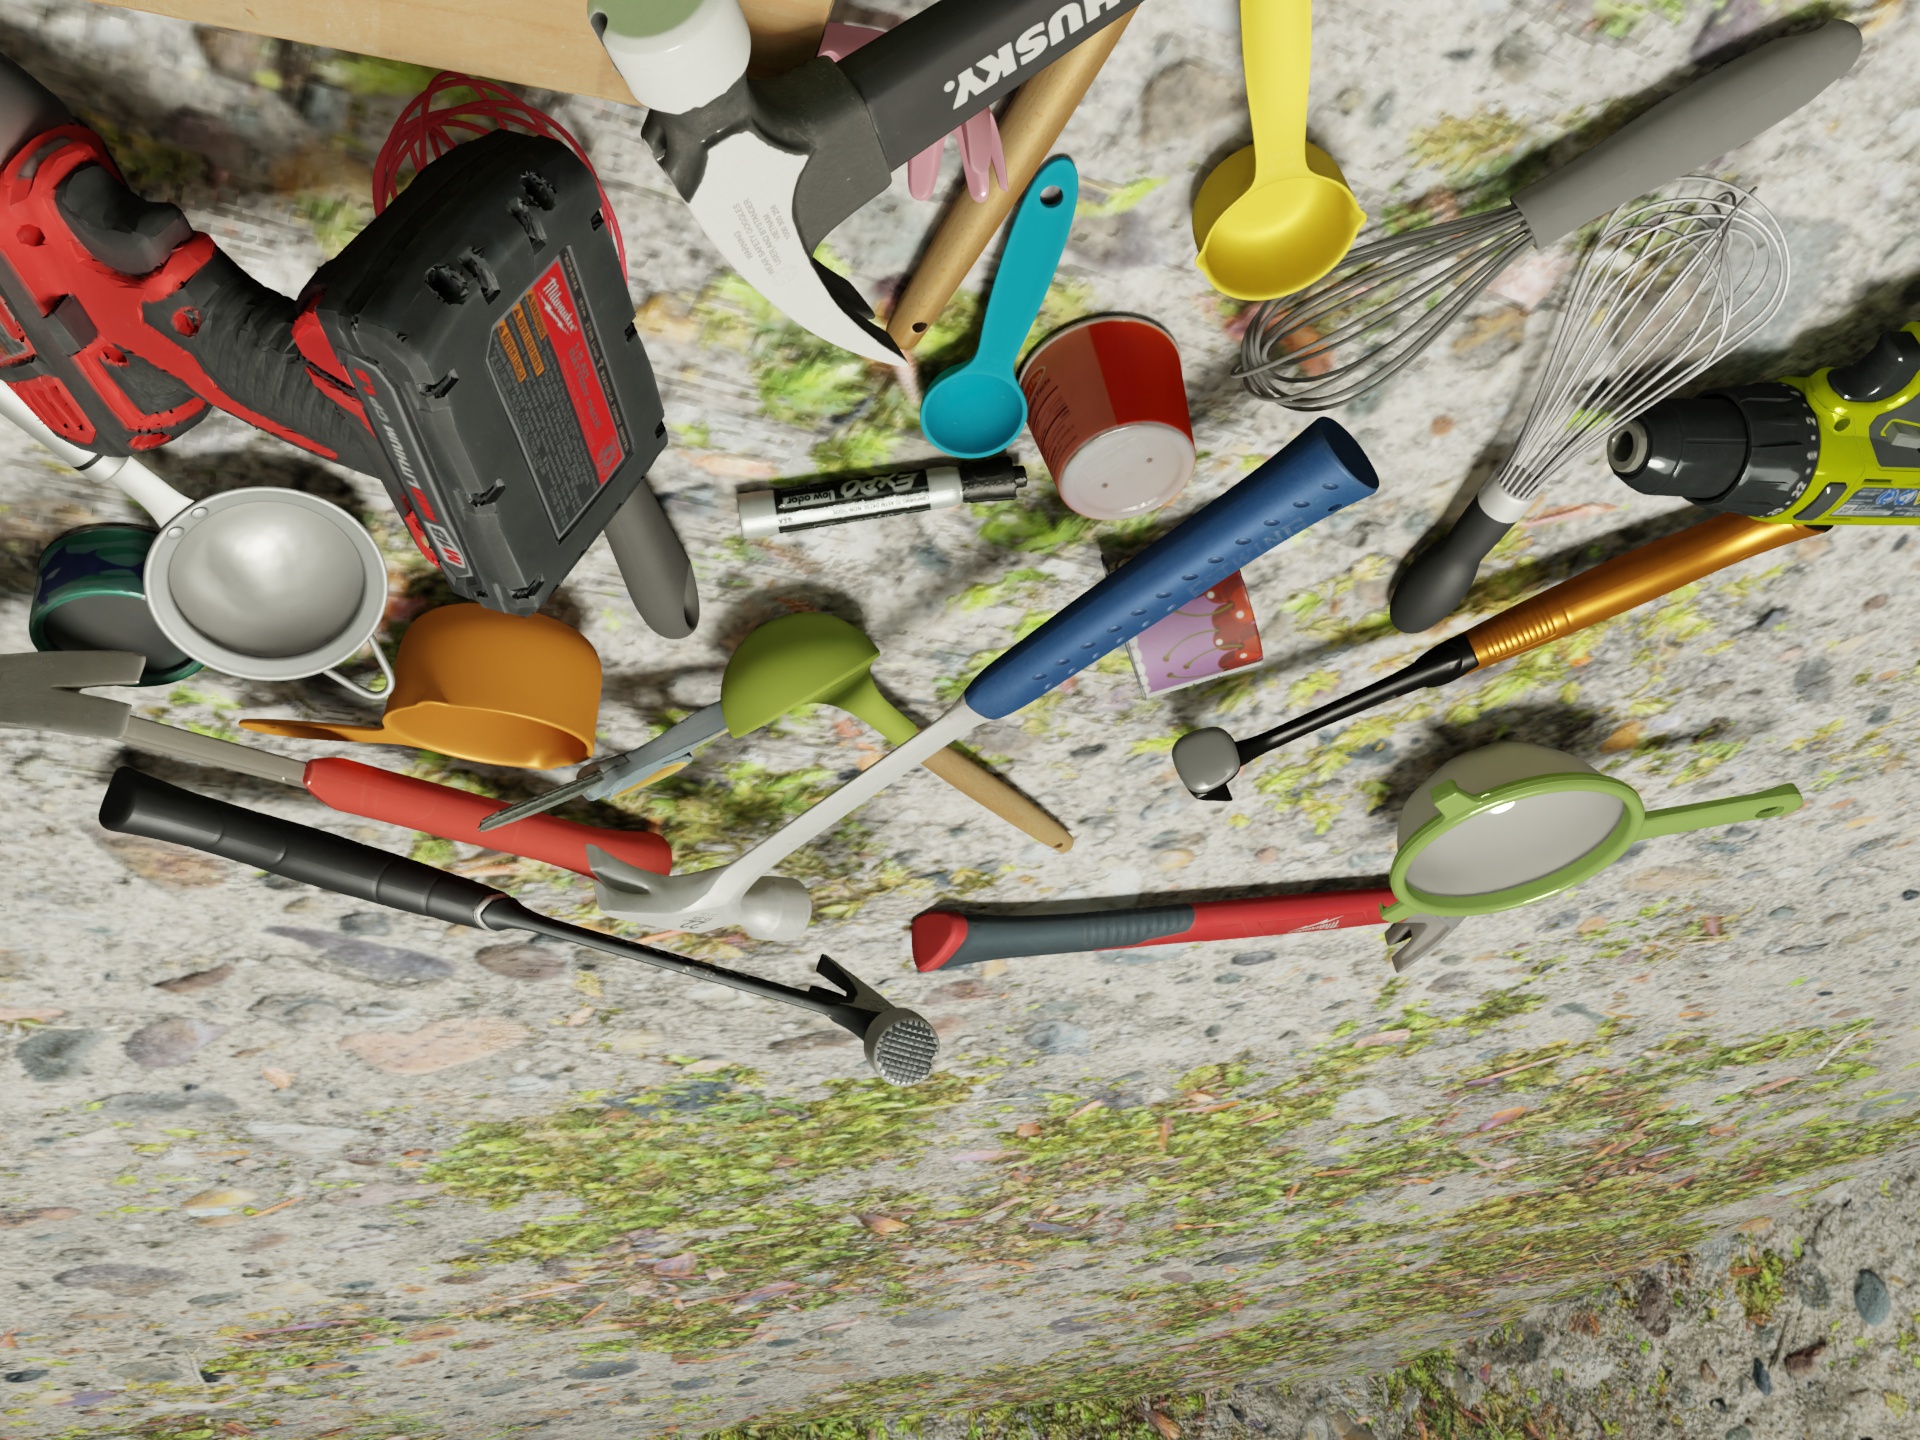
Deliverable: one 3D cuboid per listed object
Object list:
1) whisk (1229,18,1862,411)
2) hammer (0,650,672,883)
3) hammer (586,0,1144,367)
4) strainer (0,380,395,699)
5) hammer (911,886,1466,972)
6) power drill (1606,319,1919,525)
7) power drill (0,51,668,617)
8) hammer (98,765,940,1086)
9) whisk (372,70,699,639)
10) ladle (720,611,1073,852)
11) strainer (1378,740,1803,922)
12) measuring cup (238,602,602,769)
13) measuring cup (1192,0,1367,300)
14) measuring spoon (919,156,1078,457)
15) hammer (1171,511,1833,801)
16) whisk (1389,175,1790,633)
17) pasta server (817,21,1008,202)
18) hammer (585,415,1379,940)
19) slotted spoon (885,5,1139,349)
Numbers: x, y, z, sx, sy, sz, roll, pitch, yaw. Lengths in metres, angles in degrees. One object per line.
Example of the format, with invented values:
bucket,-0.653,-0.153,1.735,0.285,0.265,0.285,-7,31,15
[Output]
whisk,0.207,-0.183,0.579,0.239,0.055,0.055,-28,144,17
hammer,-0.255,0.034,0.718,0.149,0.037,0.358,0,165,34
hammer,0.074,-0.213,0.408,0.335,0.035,0.146,-33,158,-1
strainer,-0.298,-0.091,0.566,0.087,0.050,0.258,-35,138,5
hammer,0.156,0.142,1.071,0.386,0.038,0.143,-3,148,-13
power drill,0.394,-0.162,0.642,0.190,0.080,0.228,-1,149,-16
power drill,-0.202,-0.120,0.443,0.220,0.079,0.143,19,148,18
hammer,-0.214,0.099,0.799,0.408,0.036,0.149,20,178,-18
whisk,-0.135,-0.109,0.575,0.073,0.073,0.295,-11,153,0
ladle,-0.013,0.026,0.823,0.078,0.062,0.319,-28,147,19
strainer,0.376,0.046,0.961,0.256,0.069,0.151,-9,145,-6
measuring cup,-0.239,-0.017,0.697,0.173,0.052,0.095,1,162,17
measuring cup,0.101,-0.205,0.524,0.062,0.029,0.156,-14,147,4
measuring spoon,0.017,-0.155,0.594,0.042,0.021,0.128,8,134,-16
hammer,0.269,-0.038,0.809,0.337,0.034,0.127,-25,170,11
whisk,0.254,-0.117,0.687,0.070,0.070,0.284,-2,151,-14
pasta server,-0.131,-0.202,0.448,0.316,0.040,0.060,6,-174,-22
hammer,-0.001,-0.002,0.697,0.405,0.035,0.144,-35,151,30
slotted spoon,0.050,-0.224,0.483,0.070,0.031,0.313,4,146,-31
